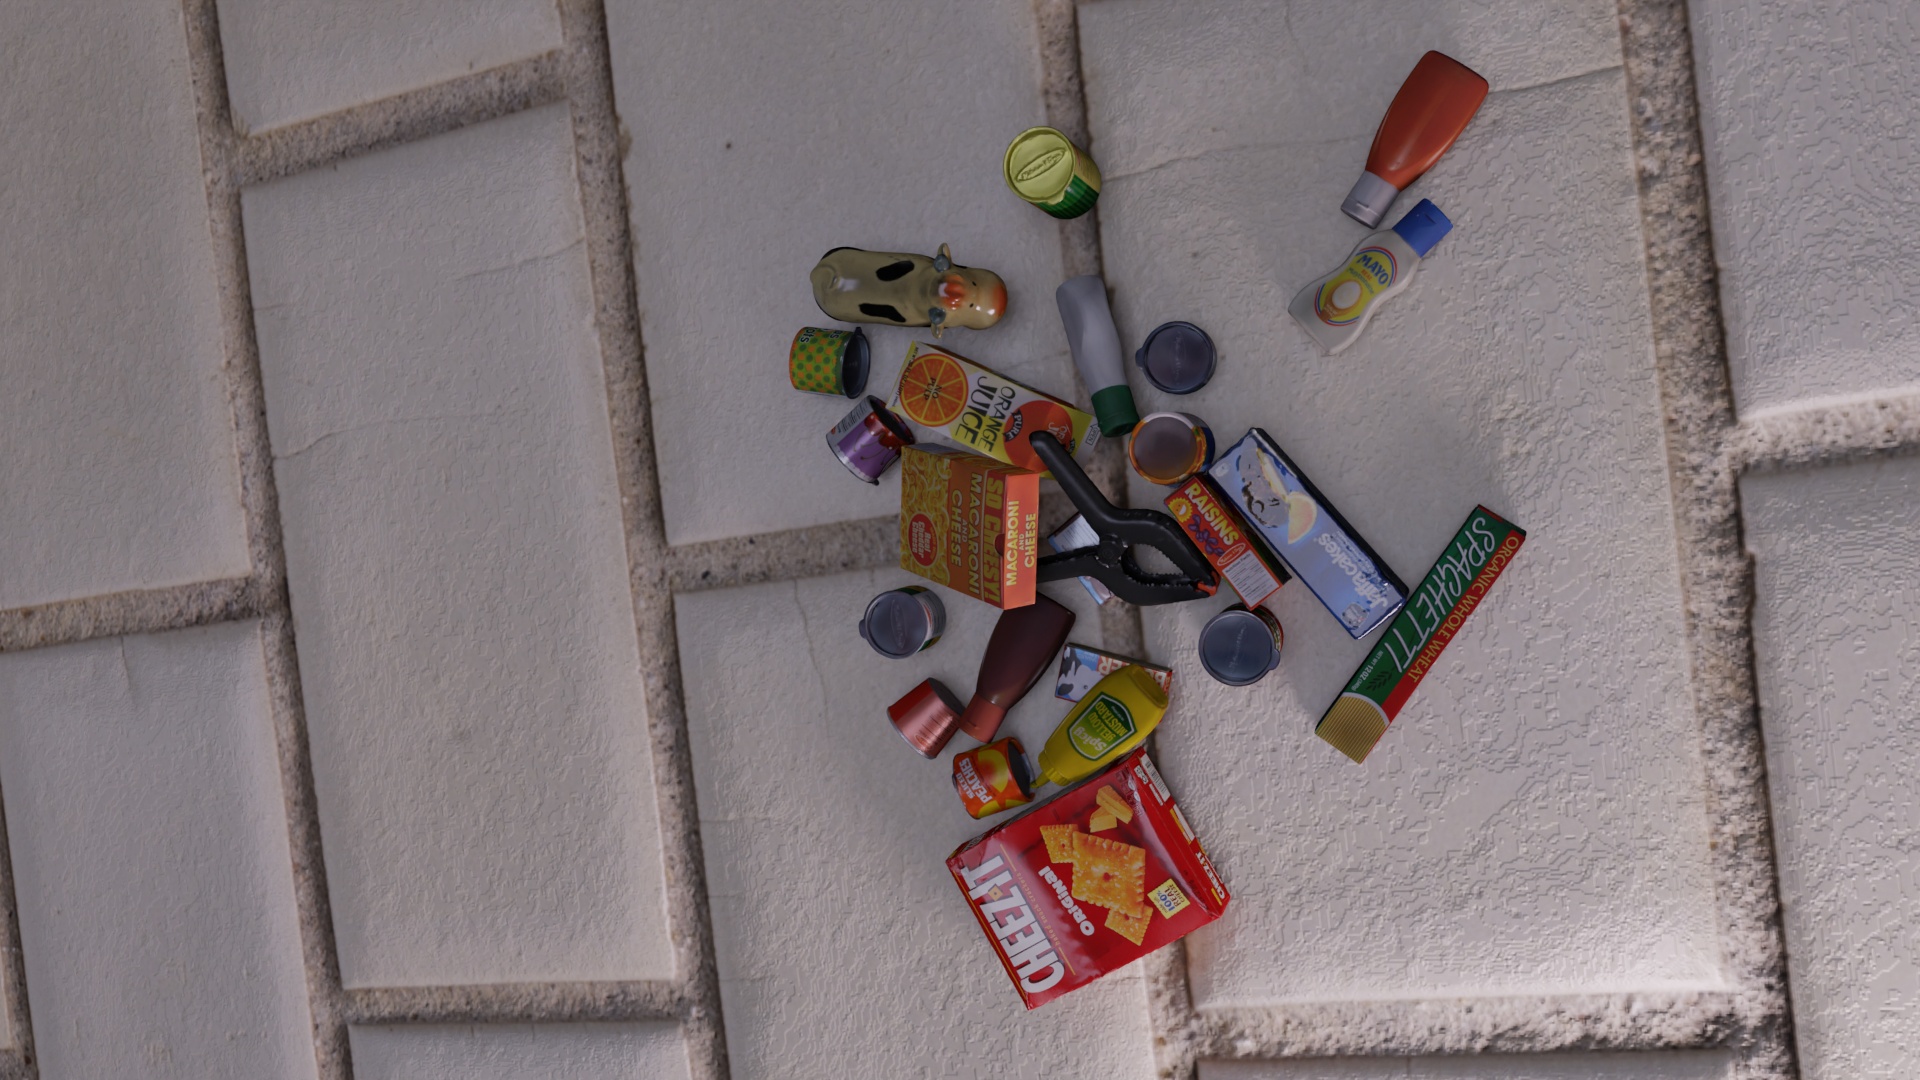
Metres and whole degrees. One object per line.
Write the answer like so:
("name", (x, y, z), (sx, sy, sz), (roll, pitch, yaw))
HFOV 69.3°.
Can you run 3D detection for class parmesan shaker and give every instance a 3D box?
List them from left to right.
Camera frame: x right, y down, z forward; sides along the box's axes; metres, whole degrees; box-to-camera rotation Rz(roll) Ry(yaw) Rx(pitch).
("parmesan shaker", (0.086, -0.329, 1.260), (0.071, 0.103, 0.071), (1, 93, 18))

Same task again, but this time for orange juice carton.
("orange juice carton", (0.036, -0.117, 1.304), (0.193, 0.073, 0.071), (26, 100, 15))

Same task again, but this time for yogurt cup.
("yogurt cup", (-0.030, 0.170, 1.346), (0.054, 0.072, 0.072), (-45, 80, 7))

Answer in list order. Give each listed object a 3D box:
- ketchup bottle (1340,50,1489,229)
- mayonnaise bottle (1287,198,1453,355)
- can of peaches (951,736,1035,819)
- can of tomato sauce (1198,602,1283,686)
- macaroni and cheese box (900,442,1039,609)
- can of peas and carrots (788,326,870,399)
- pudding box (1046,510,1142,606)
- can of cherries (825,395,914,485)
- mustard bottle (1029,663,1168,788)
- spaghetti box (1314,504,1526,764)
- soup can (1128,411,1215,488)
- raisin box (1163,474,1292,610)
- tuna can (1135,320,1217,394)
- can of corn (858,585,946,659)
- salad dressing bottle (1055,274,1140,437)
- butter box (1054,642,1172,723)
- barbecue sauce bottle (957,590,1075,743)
("ketchup bottle", (0.384, -0.341, 1.193), (0.065, 0.043, 0.148), (36, 103, 14))
("mayonnaise bottle", (0.359, -0.232, 1.209), (0.147, 0.041, 0.065), (-44, 78, 16))
("can of peaches", (0.032, 0.226, 1.324), (0.058, 0.071, 0.071), (-21, 86, 17))
("can of tomato sauce", (0.253, 0.091, 1.238), (0.071, 0.083, 0.071), (1, 94, 18))
("macaroni and cheese box", (0.005, -0.016, 1.280), (0.166, 0.040, 0.123), (20, 113, 52))
("can of peas and carrots", (-0.128, -0.176, 1.357), (0.059, 0.071, 0.071), (9, 96, 18))
("pudding box", (0.126, 0.015, 1.304), (0.049, 0.030, 0.084), (-41, 81, 15))
("can of cherries", (-0.085, -0.097, 1.350), (0.058, 0.071, 0.071), (-42, 80, 15))
("mustard bottle", (0.119, 0.183, 1.281), (0.065, 0.049, 0.159), (48, 111, 11))
("spaghetti box", (0.401, 0.083, 1.218), (0.050, 0.029, 0.249), (35, 103, 12))
("soup can", (0.190, -0.080, 1.249), (0.071, 0.084, 0.071), (1, 94, 18))
("raisin box", (0.238, 0.000, 1.237), (0.040, 0.086, 0.123), (-40, 81, 17))
("tuna can", (0.198, -0.166, 1.269), (0.071, 0.033, 0.071), (1, 93, 18))
("can of corn", (-0.056, 0.079, 1.351), (0.071, 0.058, 0.071), (1, 94, 18))
("salad dressing bottle", (0.127, -0.168, 1.267), (0.044, 0.064, 0.148), (-12, 75, -10))
("butter box", (0.144, 0.134, 1.307), (0.103, 0.024, 0.053), (14, 98, 17))
("barbecue sauce bottle", (0.048, 0.119, 1.314), (0.065, 0.043, 0.148), (29, 91, 24))
